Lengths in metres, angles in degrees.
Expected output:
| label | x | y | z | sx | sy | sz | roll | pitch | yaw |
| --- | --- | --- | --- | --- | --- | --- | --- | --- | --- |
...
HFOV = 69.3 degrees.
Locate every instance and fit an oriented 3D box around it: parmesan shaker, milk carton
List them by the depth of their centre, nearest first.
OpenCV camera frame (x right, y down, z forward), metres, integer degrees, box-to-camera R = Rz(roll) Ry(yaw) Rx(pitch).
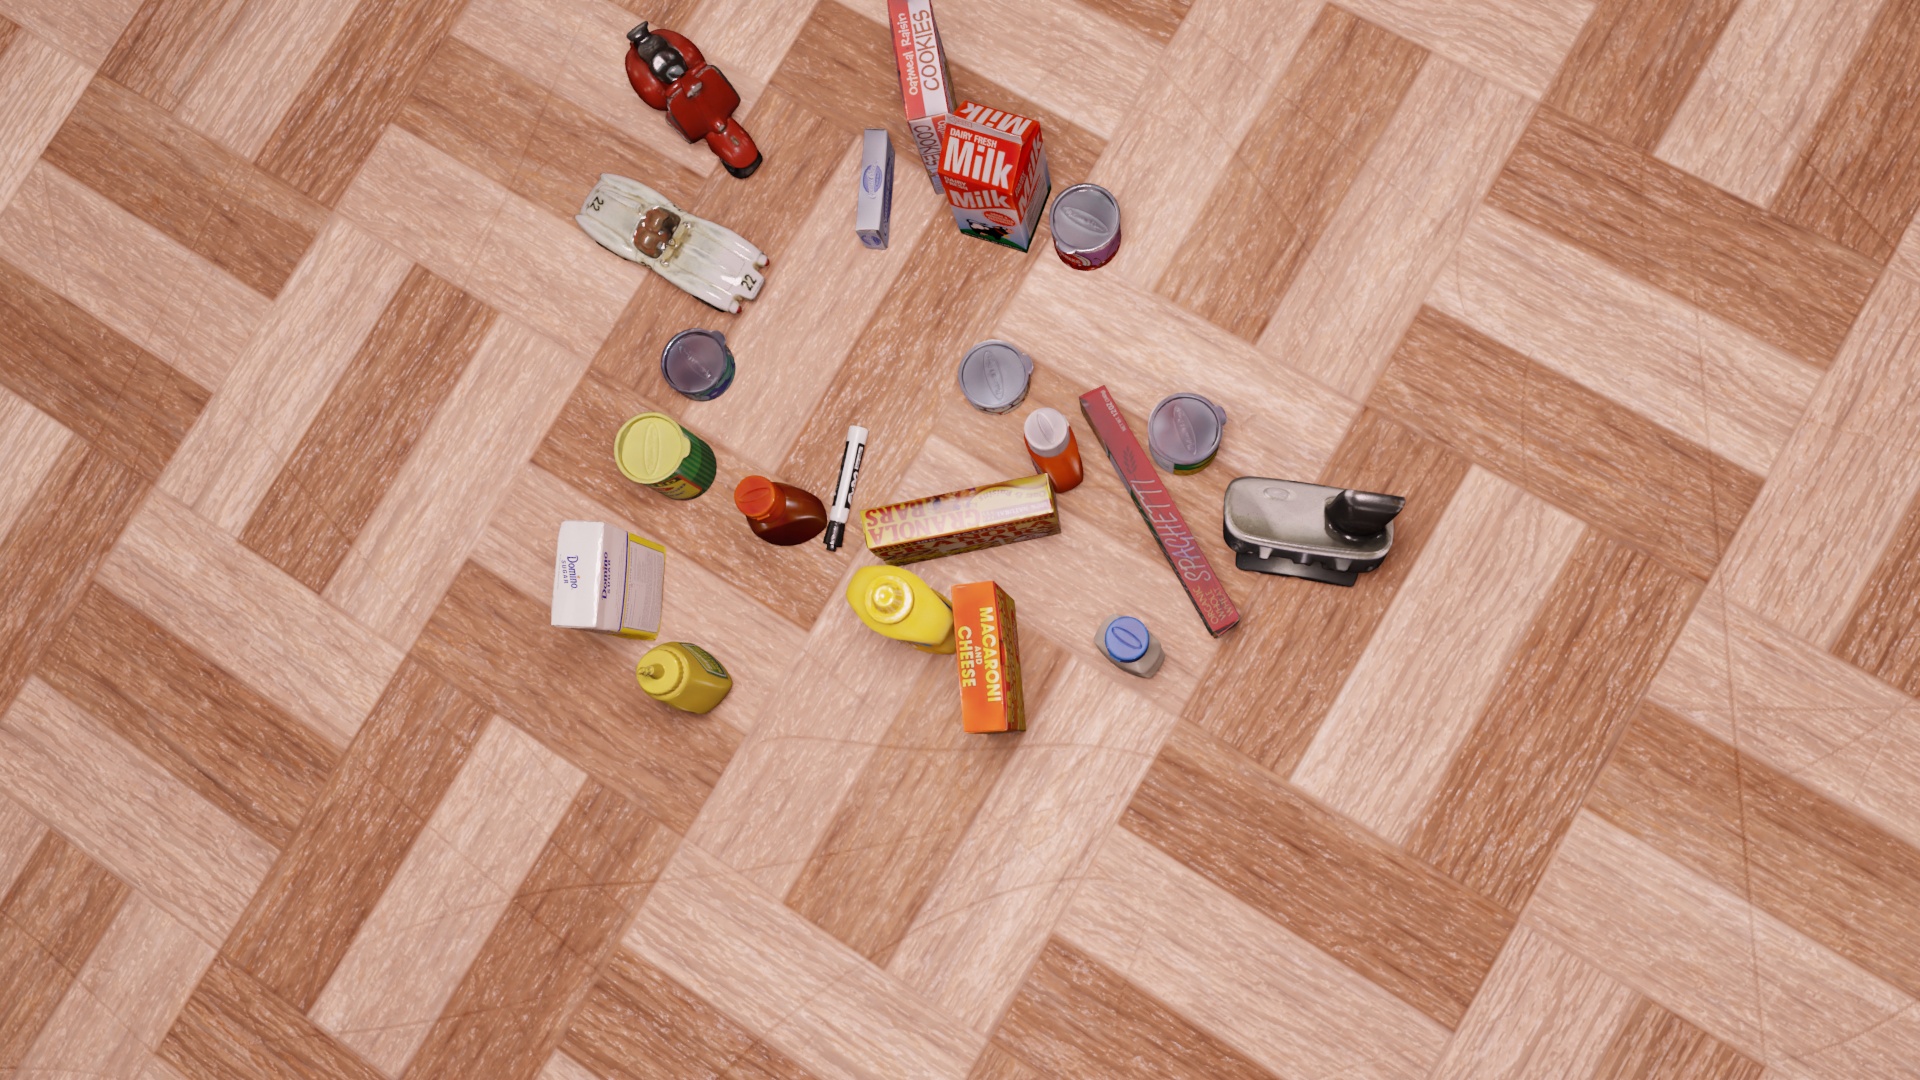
| label | x | y | z | sx | sy | sz | roll | pitch | yaw |
| --- | --- | --- | --- | --- | --- | --- | --- | --- | --- |
| milk carton | 0.031 | -0.334 | 1.255 | 0.072 | 0.190 | 0.073 | 20 | 85 | 10 |
| parmesan shaker | -0.271 | -0.076 | 1.298 | 0.071 | 0.103 | 0.071 | -1 | 82 | 7 |

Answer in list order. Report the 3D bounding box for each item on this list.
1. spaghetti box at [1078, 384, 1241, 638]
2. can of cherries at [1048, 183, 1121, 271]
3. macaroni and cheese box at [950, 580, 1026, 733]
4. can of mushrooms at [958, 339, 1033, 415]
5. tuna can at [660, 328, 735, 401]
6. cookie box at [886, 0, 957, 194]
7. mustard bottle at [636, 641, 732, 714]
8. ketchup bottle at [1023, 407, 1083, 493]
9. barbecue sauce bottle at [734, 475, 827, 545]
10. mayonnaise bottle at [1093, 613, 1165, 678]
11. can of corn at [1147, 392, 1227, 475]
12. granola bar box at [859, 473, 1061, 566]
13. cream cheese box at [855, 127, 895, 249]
| label | x | y | z | sx | sy | sz | roll | pitch | yaw |
| --- | --- | --- | --- | --- | --- | --- | --- | --- | --- |
| spaghetti box | 0.180 | -0.026 | 1.260 | 0.029 | 0.050 | 0.250 | -29 | 79 | 2 |
| can of cherries | 0.116 | -0.292 | 1.305 | 0.071 | 0.058 | 0.071 | -1 | 81 | 7 |
| macaroni and cheese box | 0.027 | 0.104 | 1.200 | 0.040 | 0.166 | 0.124 | -6 | 81 | 7 |
| can of mushrooms | 0.035 | -0.153 | 1.306 | 0.071 | 0.033 | 0.071 | -1 | 81 | 7 |
| tuna can | -0.252 | -0.171 | 1.346 | 0.071 | 0.033 | 0.071 | -1 | 81 | 7 |
| cookie box | -0.028 | -0.412 | 1.286 | 0.040 | 0.167 | 0.123 | -11 | 81 | 6 |
| mustard bottle | -0.252 | 0.120 | 1.236 | 0.065 | 0.160 | 0.049 | 42 | 89 | 11 |
| ketchup bottle | 0.081 | -0.084 | 1.231 | 0.043 | 0.148 | 0.065 | -28 | 79 | 3 |
| barbecue sauce bottle | -0.166 | -0.027 | 1.254 | 0.065 | 0.148 | 0.044 | -18 | 80 | 4 |
| mayonnaise bottle | 0.145 | 0.089 | 1.196 | 0.065 | 0.148 | 0.041 | 33 | 87 | 11 |
| can of corn | 0.206 | -0.097 | 1.263 | 0.071 | 0.058 | 0.071 | -1 | 81 | 7 |
| granola bar box | 0.004 | -0.016 | 1.243 | 0.165 | 0.124 | 0.039 | -11 | 81 | 6 |
| cream cheese box | -0.081 | -0.338 | 1.339 | 0.024 | 0.053 | 0.104 | 3 | 82 | 8 |
